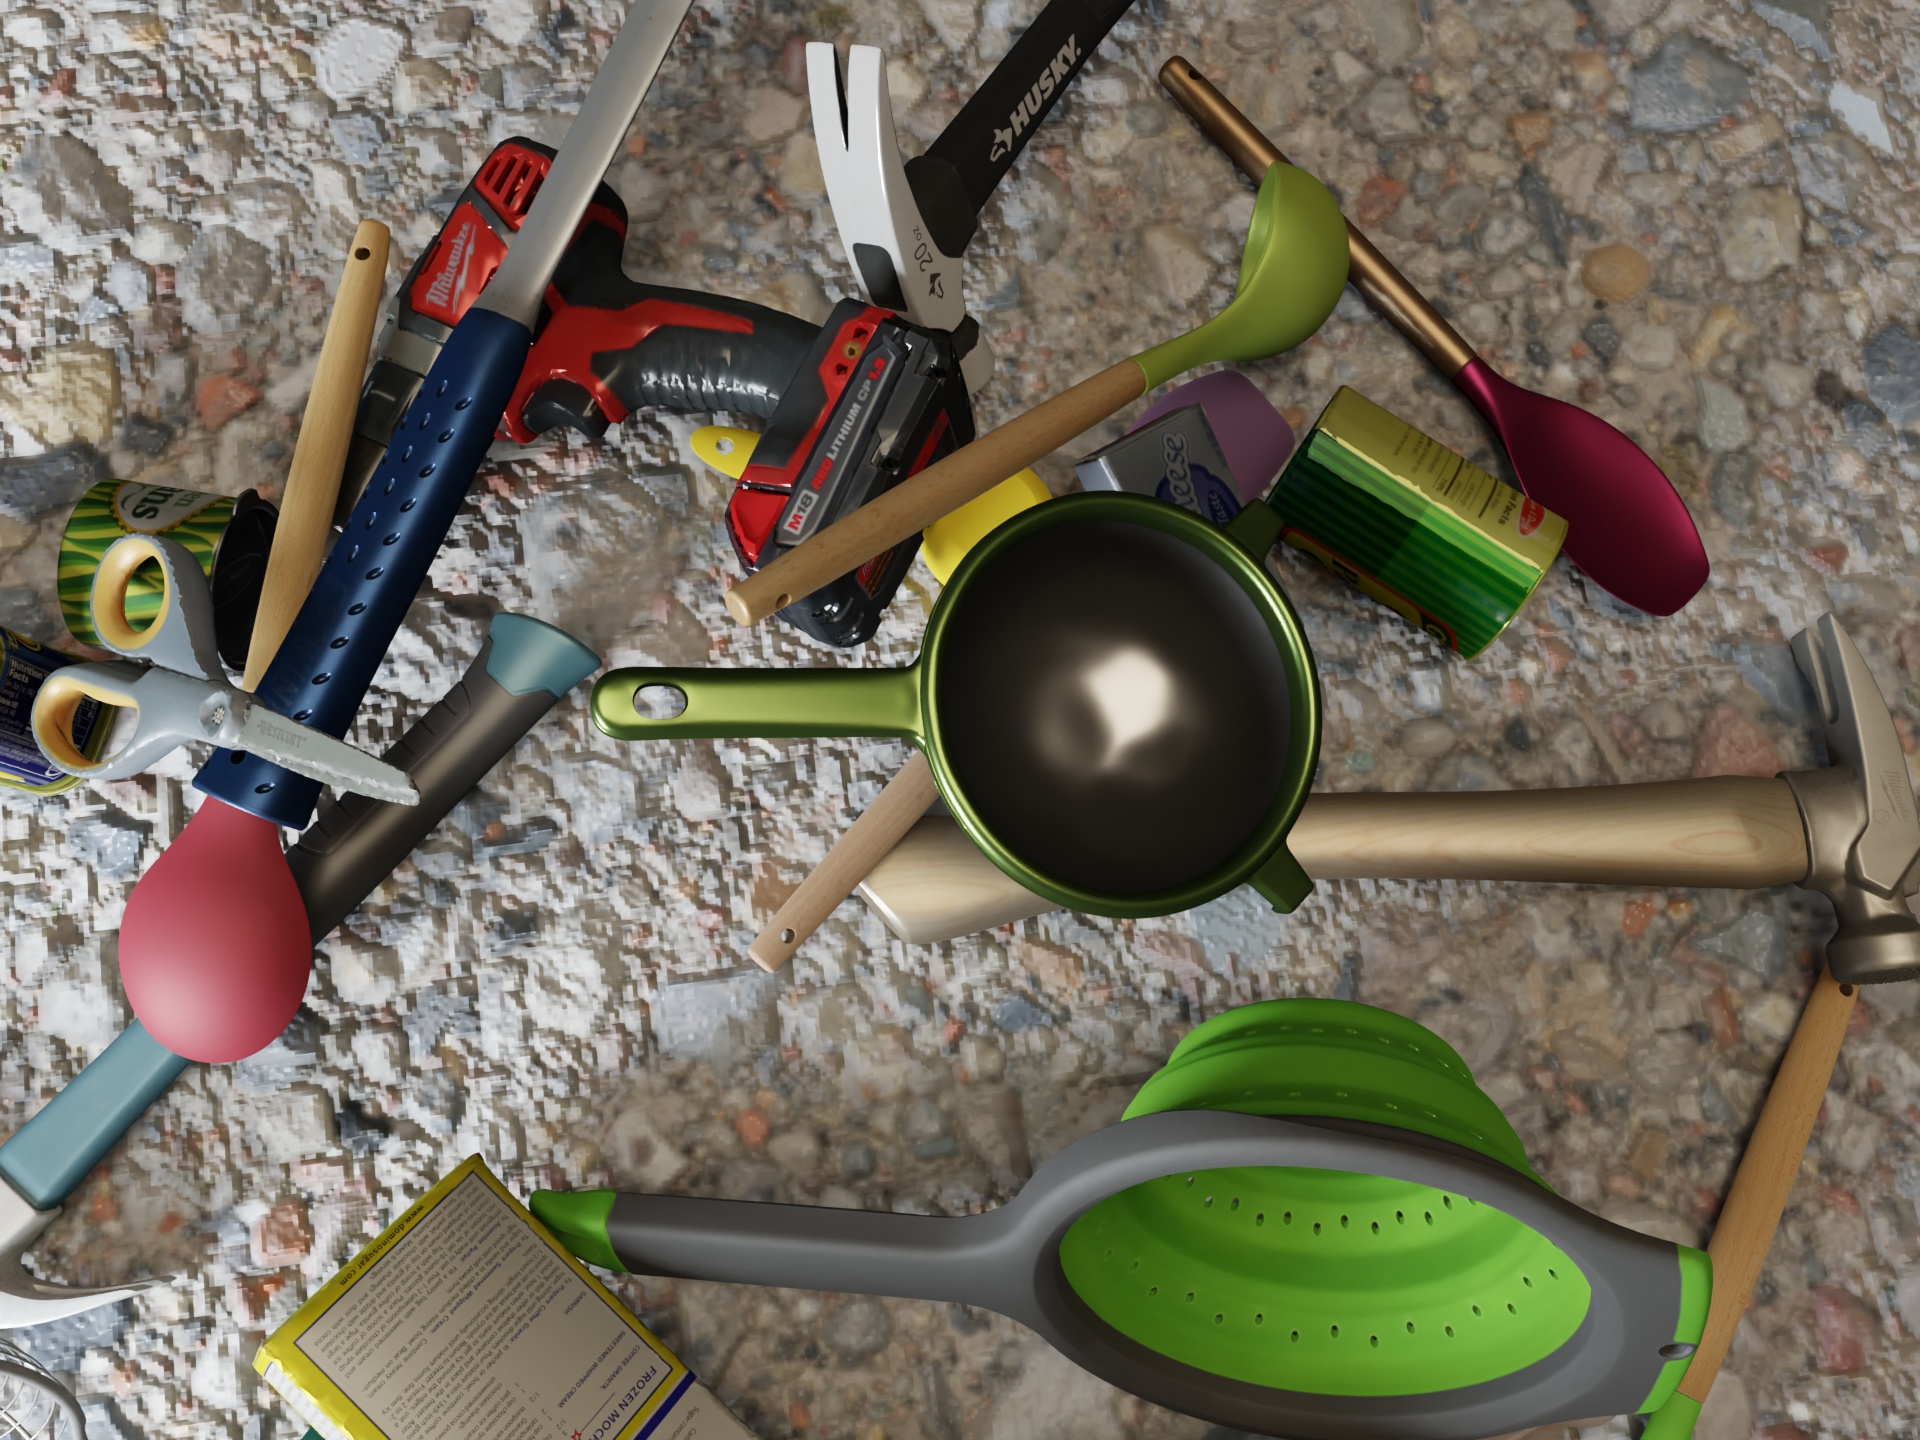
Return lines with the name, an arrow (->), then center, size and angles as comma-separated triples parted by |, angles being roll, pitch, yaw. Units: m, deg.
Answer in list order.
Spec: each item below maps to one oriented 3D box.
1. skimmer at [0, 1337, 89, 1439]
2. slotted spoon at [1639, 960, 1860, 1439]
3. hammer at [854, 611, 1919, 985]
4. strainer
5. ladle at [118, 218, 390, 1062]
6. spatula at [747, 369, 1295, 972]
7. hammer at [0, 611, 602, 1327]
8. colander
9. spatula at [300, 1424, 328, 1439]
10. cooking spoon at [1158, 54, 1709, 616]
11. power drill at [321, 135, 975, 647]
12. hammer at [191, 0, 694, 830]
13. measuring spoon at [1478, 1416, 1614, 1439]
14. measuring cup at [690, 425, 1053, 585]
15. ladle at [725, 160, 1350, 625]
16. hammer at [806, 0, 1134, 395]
skimmer -> -0.256, 0.318, 0.524 | 0.363, 0.090, 0.127 | 36, 115, 1
slotted spoon -> 0.284, 0.231, 0.601 | 0.070, 0.031, 0.314 | 27, 77, 2
hammer -> 0.164, 0.036, 0.623 | 0.410, 0.038, 0.146 | -2, 71, -2
strainer -> -0.001, -0.002, 0.564 | 0.256, 0.069, 0.151 | 0, 80, -15
ladle -> -0.246, -0.034, 0.578 | 0.069, 0.031, 0.315 | 9, 82, -1
spatula -> 0.026, -0.026, 0.621 | 0.059, 0.018, 0.316 | 44, 72, -9
hammer -> -0.265, 0.083, 0.597 | 0.128, 0.033, 0.331 | 41, 80, 6
colander -> 0.043, 0.162, 0.566 | 0.397, 0.204, 0.095 | 1, 44, 13
spatula -> -0.100, 0.344, 0.550 | 0.317, 0.044, 0.082 | 36, 51, 2
cooking spoon -> 0.196, -0.168, 0.675 | 0.069, 0.017, 0.319 | -39, 83, -23
power drill -> -0.129, -0.106, 0.610 | 0.227, 0.080, 0.188 | 25, 82, 13
hammer -> -0.155, -0.151, 0.570 | 0.144, 0.035, 0.405 | 20, 80, 16
measuring spoon -> 0.188, 0.261, 0.587 | 0.124, 0.034, 0.018 | -25, 120, -3
measuring cup -> -0.035, -0.094, 0.643 | 0.156, 0.029, 0.062 | 18, 79, -2
ladle -> 0.036, -0.122, 0.584 | 0.320, 0.078, 0.062 | -35, 63, -28
hammer -> 0.053, -0.300, 0.649 | 0.035, 0.146, 0.335 | 20, 67, 33
